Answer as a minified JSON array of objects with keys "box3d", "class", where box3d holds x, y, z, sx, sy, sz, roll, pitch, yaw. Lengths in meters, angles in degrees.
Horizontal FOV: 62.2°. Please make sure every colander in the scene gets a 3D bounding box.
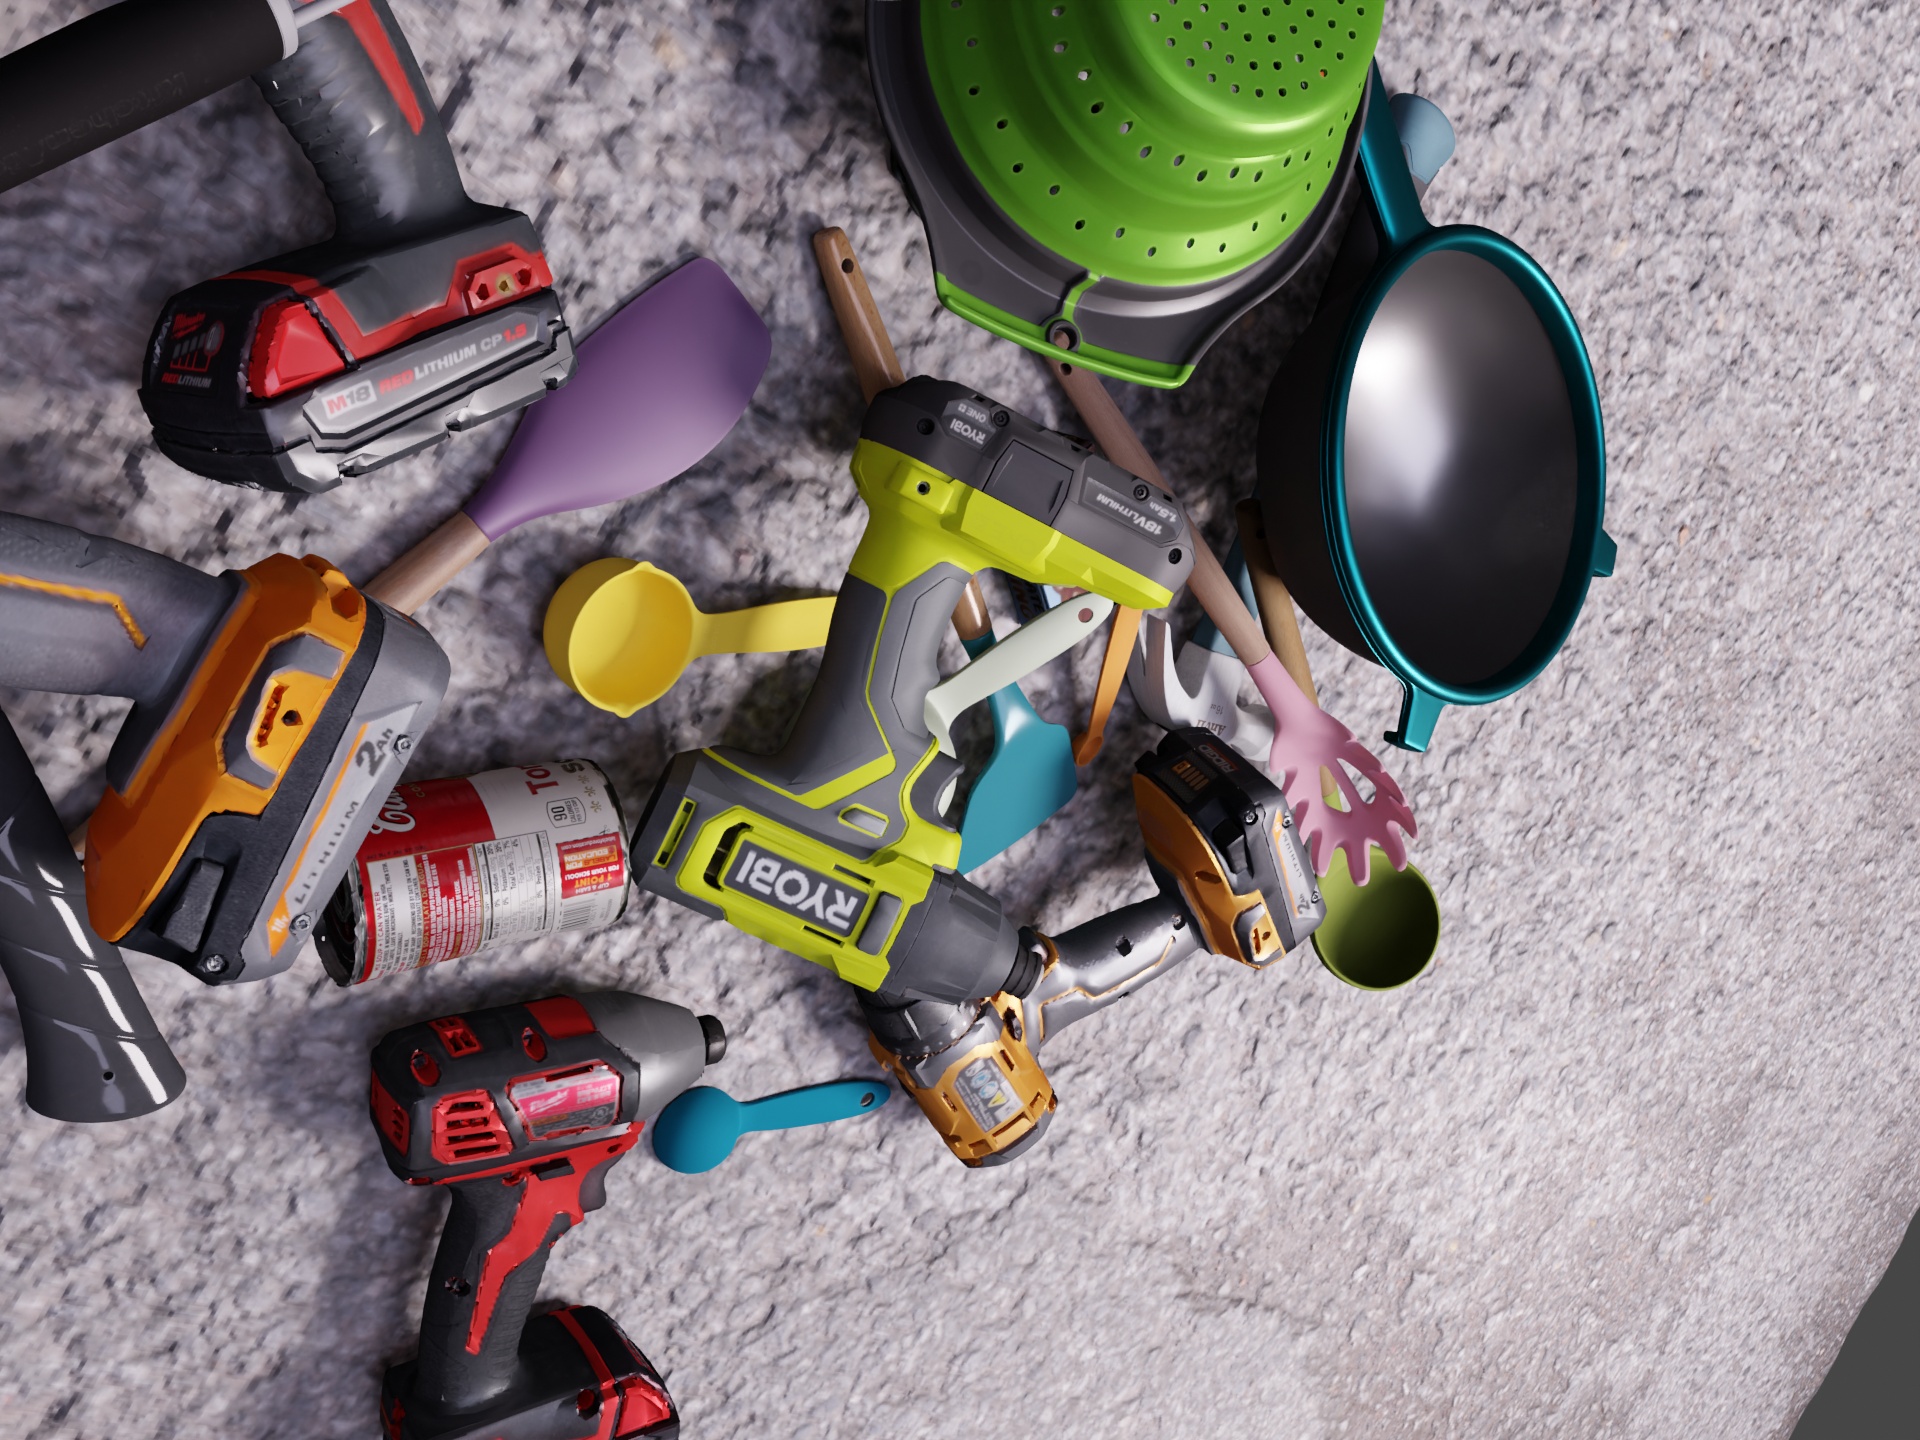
[{"box3d":[0.095,-0.324,0.557,0.204,0.094,0.397,15,86,-21],"class":"colander"}]

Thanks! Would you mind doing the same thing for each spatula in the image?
[{"box3d":[-0.189,-0.050,0.562,0.316,0.018,0.059,-43,112,-14],"class":"spatula"},{"box3d":[-0.009,-0.062,0.698,0.082,0.044,0.317,-33,122,-21],"class":"spatula"}]

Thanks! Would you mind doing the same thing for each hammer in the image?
[{"box3d":[0.170,-0.142,0.794,0.128,0.033,0.331,12,102,-42],"class":"hammer"},{"box3d":[-0.307,-0.051,0.449,0.149,0.036,0.408,-25,121,-29],"class":"hammer"}]

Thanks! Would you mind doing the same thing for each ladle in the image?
[{"box3d":[0.192,0.021,0.828,0.078,0.062,0.319,-33,127,-12],"class":"ladle"}]

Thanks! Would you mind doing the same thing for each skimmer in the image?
[{"box3d":[-0.108,-0.195,0.406,0.363,0.090,0.127,-41,154,-26],"class":"skimmer"}]

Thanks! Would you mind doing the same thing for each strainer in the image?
[{"box3d":[0.179,-0.169,0.715,0.211,0.095,0.340,-36,112,-32],"class":"strainer"}]

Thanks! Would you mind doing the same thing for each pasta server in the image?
[{"box3d":[0.126,-0.047,0.746,0.060,0.040,0.316,-26,116,24],"class":"pasta server"}]

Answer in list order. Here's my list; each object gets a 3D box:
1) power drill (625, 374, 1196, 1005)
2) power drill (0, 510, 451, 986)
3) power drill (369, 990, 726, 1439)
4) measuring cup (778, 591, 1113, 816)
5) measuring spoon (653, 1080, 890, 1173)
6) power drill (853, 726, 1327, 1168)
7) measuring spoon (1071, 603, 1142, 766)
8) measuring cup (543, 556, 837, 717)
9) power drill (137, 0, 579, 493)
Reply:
[{"box3d":[-0.008,-0.005,0.625,0.171,0.080,0.223,25,94,-13],"class":"power drill"},{"box3d":[-0.273,-0.010,0.418,0.226,0.084,0.164,31,86,-38],"class":"power drill"},{"box3d":[-0.170,0.218,0.664,0.143,0.079,0.219,-6,110,-37],"class":"power drill"},{"box3d":[-0.001,-0.002,0.682,0.167,0.038,0.083,-33,117,3],"class":"measuring cup"},{"box3d":[-0.082,0.190,0.751,0.128,0.021,0.042,-1,110,-36],"class":"measuring spoon"},{"box3d":[0.053,0.097,0.767,0.226,0.084,0.185,-35,129,-7],"class":"power drill"},{"box3d":[0.070,-0.025,0.762,0.021,0.011,0.116,-27,141,-40],"class":"measuring spoon"},{"box3d":[-0.099,-0.040,0.642,0.156,0.029,0.062,-10,117,-48],"class":"measuring cup"},{"box3d":[-0.212,-0.178,0.428,0.188,0.080,0.226,-37,128,-39],"class":"power drill"}]
